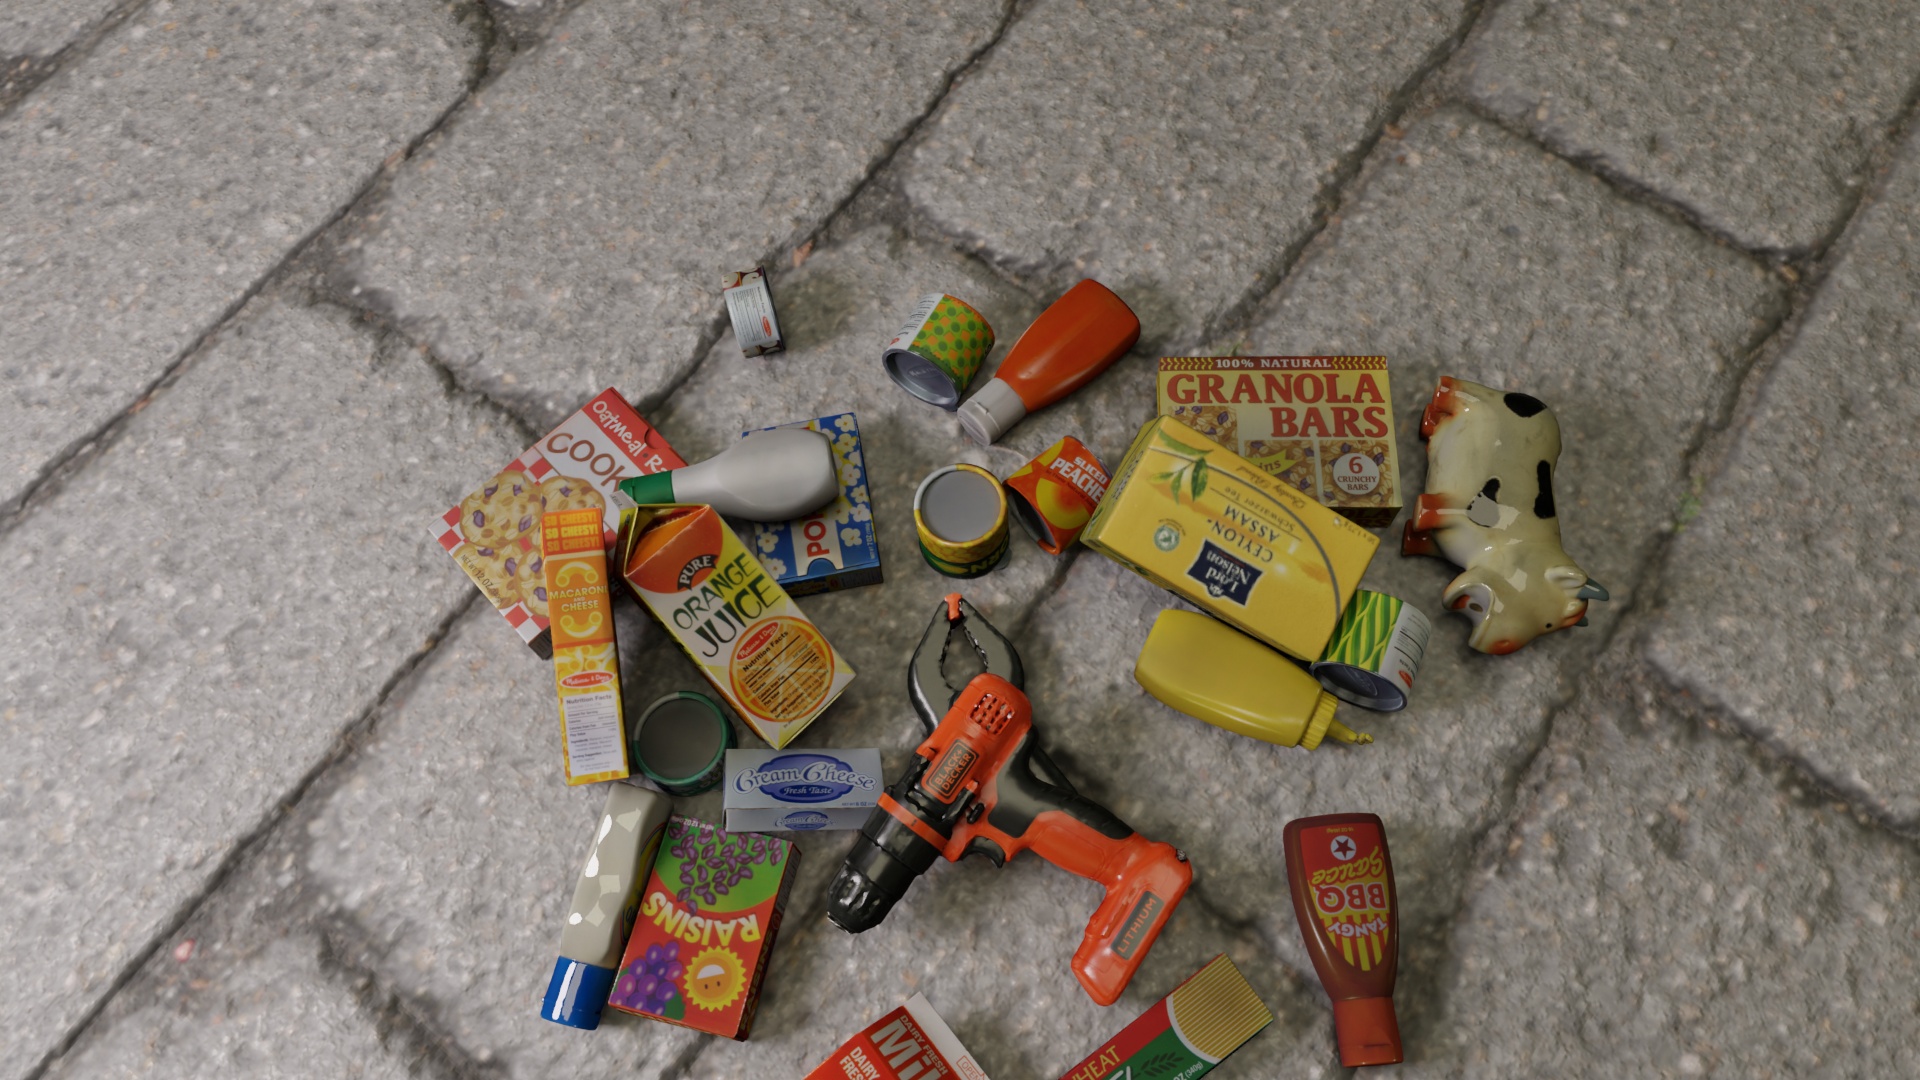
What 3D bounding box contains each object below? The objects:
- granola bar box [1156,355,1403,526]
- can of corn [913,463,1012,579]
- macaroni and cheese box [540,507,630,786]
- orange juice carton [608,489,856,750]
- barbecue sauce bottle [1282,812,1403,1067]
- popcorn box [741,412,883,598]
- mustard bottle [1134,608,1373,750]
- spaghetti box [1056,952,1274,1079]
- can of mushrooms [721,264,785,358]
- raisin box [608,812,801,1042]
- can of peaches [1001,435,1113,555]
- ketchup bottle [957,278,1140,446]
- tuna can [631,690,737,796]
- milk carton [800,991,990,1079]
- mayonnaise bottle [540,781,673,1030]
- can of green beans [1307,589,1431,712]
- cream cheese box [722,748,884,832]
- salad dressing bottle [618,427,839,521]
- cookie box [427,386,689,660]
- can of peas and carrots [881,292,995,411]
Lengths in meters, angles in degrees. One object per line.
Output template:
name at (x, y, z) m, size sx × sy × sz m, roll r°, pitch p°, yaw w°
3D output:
granola bar box at (0.227, -0.072, 1.008) m, size 0.166 × 0.039 × 0.124 m, roll 0°, pitch 67°, yaw 3°
can of corn at (0.004, -0.012, 0.981) m, size 0.071 × 0.058 × 0.071 m, roll -1°, pitch 66°, yaw 2°
macaroni and cheese box at (-0.241, 0.071, 0.893) m, size 0.040 × 0.123 × 0.166 m, roll -6°, pitch 82°, yaw -14°
orange juice carton at (-0.162, 0.041, 0.911) m, size 0.073 × 0.071 × 0.192 m, roll -43°, pitch 102°, yaw -15°
barbecue sauce bottle at (0.243, 0.247, 0.863) m, size 0.065 × 0.043 × 0.149 m, roll -4°, pitch 66°, yaw -1°
popcorn box at (-0.107, -0.025, 1.002) m, size 0.085 × 0.038 × 0.127 m, roll -10°, pitch 66°, yaw -3°
mustard bottle at (0.197, 0.103, 0.927) m, size 0.160 × 0.048 × 0.065 m, roll 26°, pitch 72°, yaw 12°
spaghetti box at (0.077, 0.343, 0.836) m, size 0.251 × 0.028 × 0.050 m, roll -33°, pitch 68°, yaw -12°
can of mushrooms at (-0.157, -0.174, 1.057) m, size 0.033 × 0.070 × 0.071 m, roll -15°, pitch 67°, yaw -3°
raisin box at (-0.161, 0.245, 0.884) m, size 0.086 × 0.040 × 0.124 m, roll 12°, pitch 66°, yaw 7°
can of peaches at (0.071, -0.032, 0.980) m, size 0.058 × 0.071 × 0.071 m, roll -36°, pitch 70°, yaw -11°
ketchup bottle at (0.063, -0.130, 1.039) m, size 0.149 × 0.043 × 0.065 m, roll -41°, pitch 70°, yaw -14°
tuna can at (-0.184, 0.138, 0.935) m, size 0.071 × 0.032 × 0.071 m, roll -1°, pitch 66°, yaw 2°
milk carton at (-0.076, 0.354, 0.813) m, size 0.191 × 0.073 × 0.072 m, roll -38°, pitch 70°, yaw -14°
mayonnaise bottle at (-0.224, 0.231, 0.882) m, size 0.041 × 0.064 × 0.148 m, roll 13°, pitch 71°, yaw 4°
can of green beans at (0.273, 0.073, 0.927) m, size 0.071 × 0.071 × 0.058 m, roll 22°, pitch 68°, yaw 12°
cream cheese box at (-0.102, 0.162, 0.905) m, size 0.104 × 0.024 × 0.053 m, roll 1°, pitch 38°, yaw -11°
salad dressing bottle at (-0.160, -0.039, 0.965) m, size 0.148 × 0.044 × 0.064 m, roll -11°, pitch 72°, yaw -1°
cookie box at (-0.277, -0.015, 1.004) m, size 0.168 × 0.040 × 0.123 m, roll -41°, pitch 71°, yaw -15°
can of peas and carrots at (-0.014, -0.141, 1.036) m, size 0.071 × 0.070 × 0.059 m, roll 26°, pitch 69°, yaw 13°
